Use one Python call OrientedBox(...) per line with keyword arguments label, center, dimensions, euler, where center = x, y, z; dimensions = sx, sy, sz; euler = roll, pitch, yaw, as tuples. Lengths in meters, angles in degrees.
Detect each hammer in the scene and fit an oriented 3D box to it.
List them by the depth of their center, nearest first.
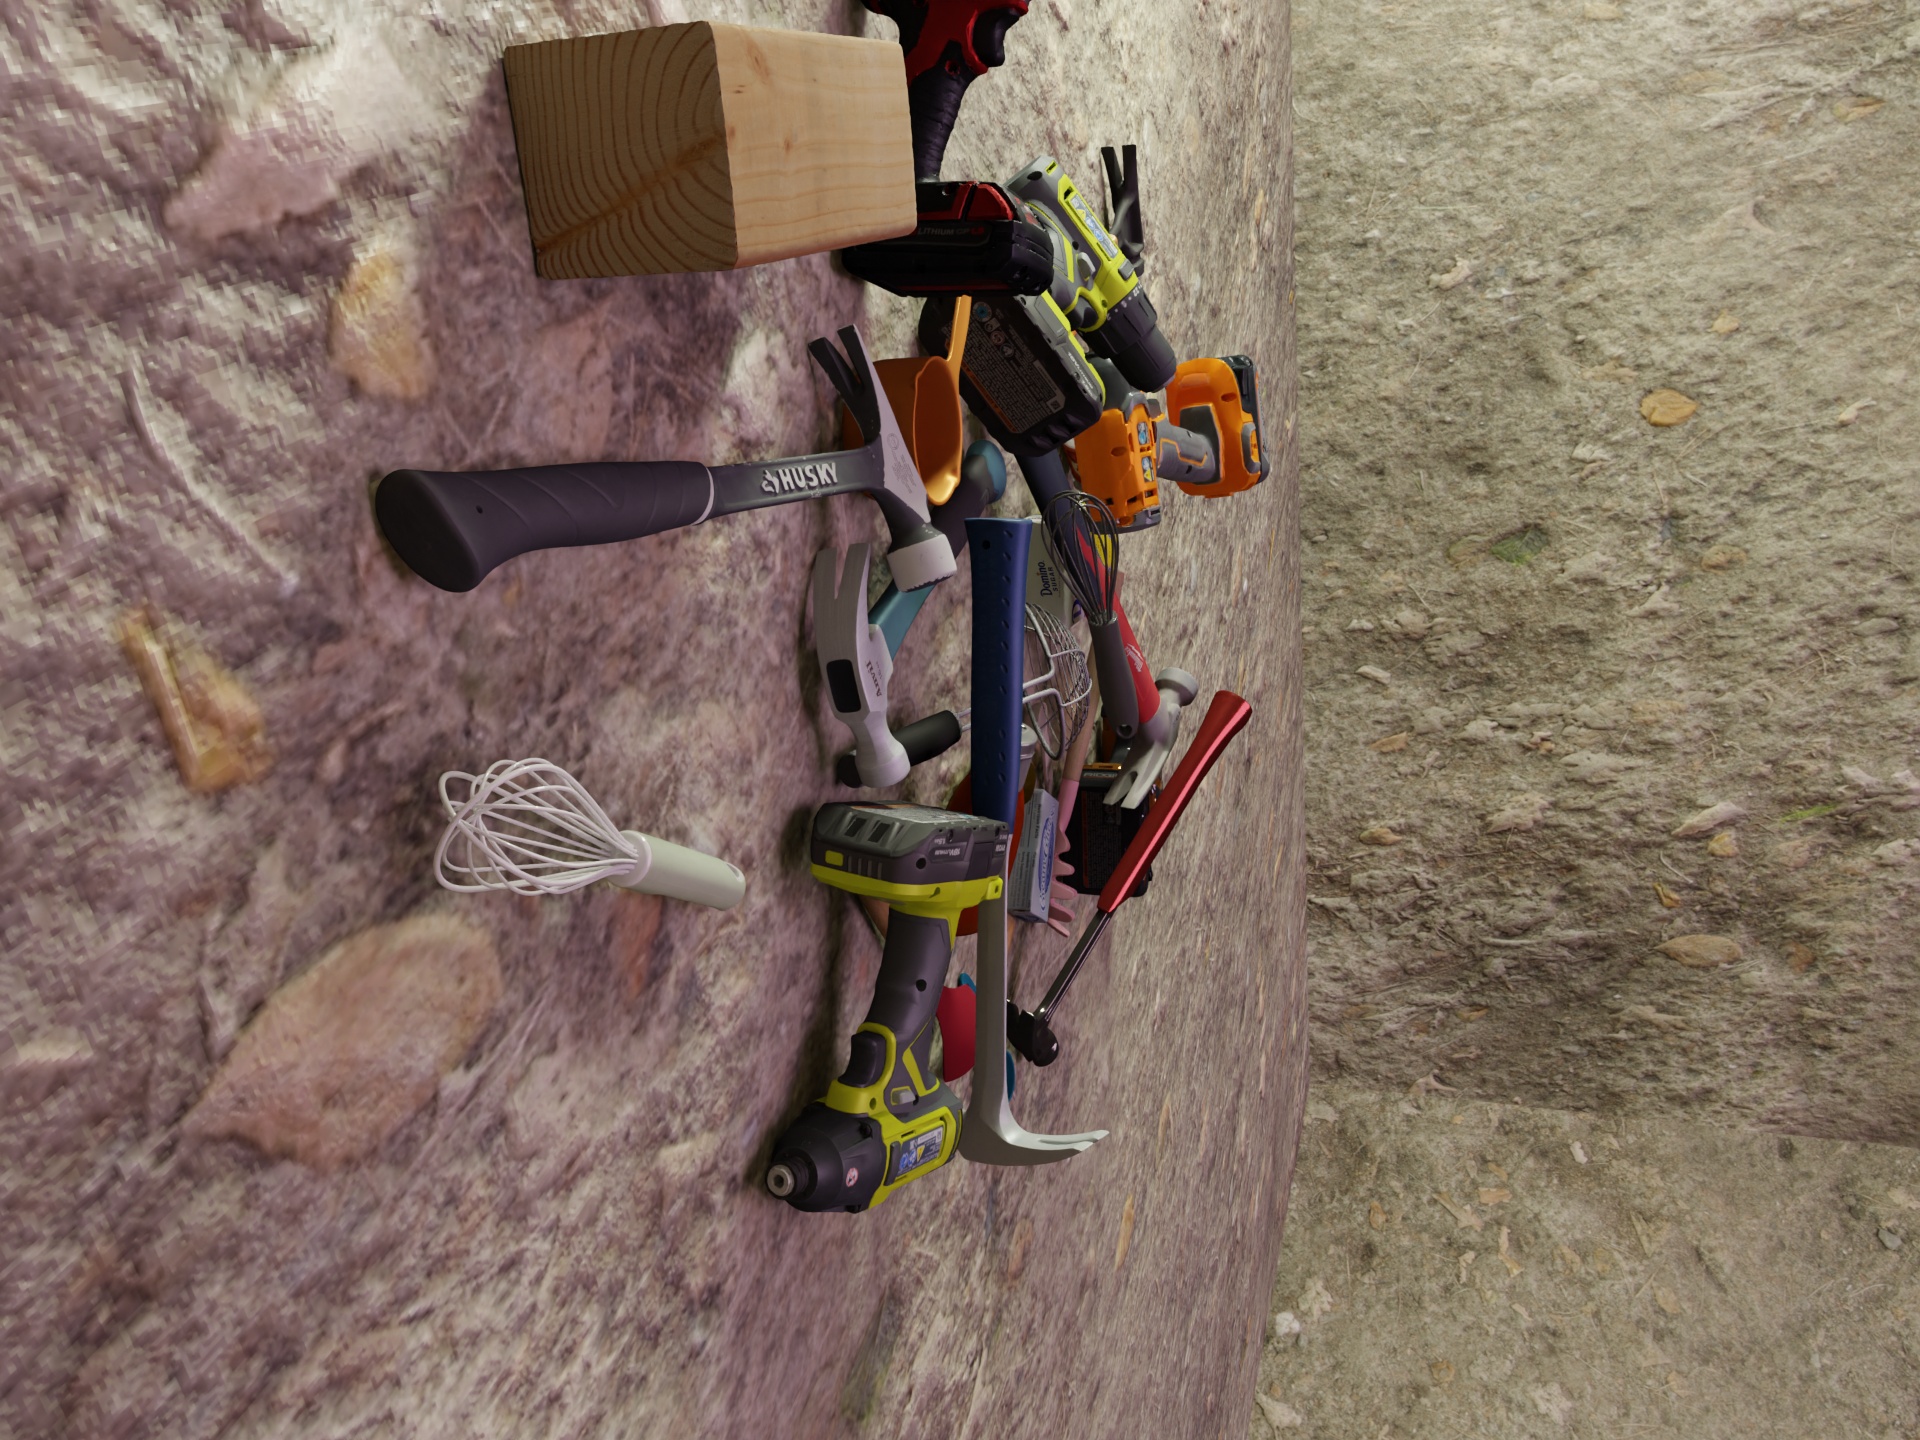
OrientedBox(label="hammer", center=(-0.112, -0.110, 0.724), dimensions=(0.409, 0.036, 0.149), euler=(-27, 99, -65))
OrientedBox(label="hammer", center=(0.026, 0.080, 0.981), dimensions=(0.035, 0.144, 0.405), euler=(-11, 104, -56))
OrientedBox(label="hammer", center=(-0.022, -0.099, 1.012), dimensions=(0.331, 0.033, 0.128), euler=(-64, 142, -55))
OrientedBox(label="hammer", center=(0.099, -0.094, 1.260), dimensions=(0.143, 0.038, 0.385), euler=(-60, 140, -28))
OrientedBox(label="hammer", center=(0.143, 0.120, 1.330), dimensions=(0.359, 0.037, 0.149), euler=(-56, 159, -18))
OrientedBox(label="hammer", center=(0.113, -0.395, 1.400), dimensions=(0.337, 0.034, 0.127), euler=(-65, 151, -50))

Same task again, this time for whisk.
OrientedBox(label="whisk", center=(-0.145, 0.058, 0.671), dimensions=(0.059, 0.058, 0.246), euler=(-51, 161, 0))
OrientedBox(label="whisk", center=(0.105, -0.076, 1.209), dimensions=(0.055, 0.055, 0.238), euler=(-69, 151, -44))

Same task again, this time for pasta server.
OrientedBox(label="pasta server", center=(0.108, 0.026, 1.362), dimensions=(0.060, 0.040, 0.316), euler=(37, 66, -81))

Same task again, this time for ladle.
OrientedBox(label="ladle", center=(-0.030, 0.157, 1.048), dimensions=(0.315, 0.031, 0.069), euler=(65, 34, -51))

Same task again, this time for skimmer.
OrientedBox(label="skimmer", center=(-0.002, -0.004, 1.105), dimensions=(0.363, 0.090, 0.127), euler=(-24, 102, -58))

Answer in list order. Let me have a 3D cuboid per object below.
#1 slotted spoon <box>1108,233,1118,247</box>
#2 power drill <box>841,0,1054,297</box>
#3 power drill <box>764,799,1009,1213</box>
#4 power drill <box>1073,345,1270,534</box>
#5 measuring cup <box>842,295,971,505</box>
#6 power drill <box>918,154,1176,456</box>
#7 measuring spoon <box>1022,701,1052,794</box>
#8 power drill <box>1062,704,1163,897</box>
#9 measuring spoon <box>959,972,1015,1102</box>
OrientedBox(label="slotted spoon", center=(0.135, -0.301, 1.420), dimensions=(0.313, 0.031, 0.070), euler=(81, -2, -53))
OrientedBox(label="power drill", center=(0.004, -0.360, 0.910), dimensions=(0.078, 0.143, 0.219), euler=(-10, 104, -69))
OrientedBox(label="power drill", center=(-0.044, 0.162, 0.906), dimensions=(0.171, 0.080, 0.223), euler=(4, 95, -64))
OrientedBox(label="power drill", center=(0.173, -0.254, 1.348), dimensions=(0.226, 0.084, 0.164), euler=(-22, 107, -49))
OrientedBox(label="measuring cup", center=(-0.029, -0.209, 0.970), dimensions=(0.095, 0.052, 0.174), euler=(63, 32, -56))
OrientedBox(label="power drill", center=(0.072, -0.282, 1.127), dimensions=(0.190, 0.080, 0.229), euler=(50, 37, -17))
OrientedBox(label="measuring spoon", center=(0.066, 0.027, 1.346), dimensions=(0.124, 0.018, 0.034), euler=(78, 22, -54))
OrientedBox(label="power drill", center=(0.152, 0.091, 1.510), dimensions=(0.226, 0.084, 0.185), euler=(-56, 146, -65))
OrientedBox(label="measuring spoon", center=(0.013, 0.241, 1.210), dimensions=(0.042, 0.021, 0.128), euler=(-63, 140, -50))
